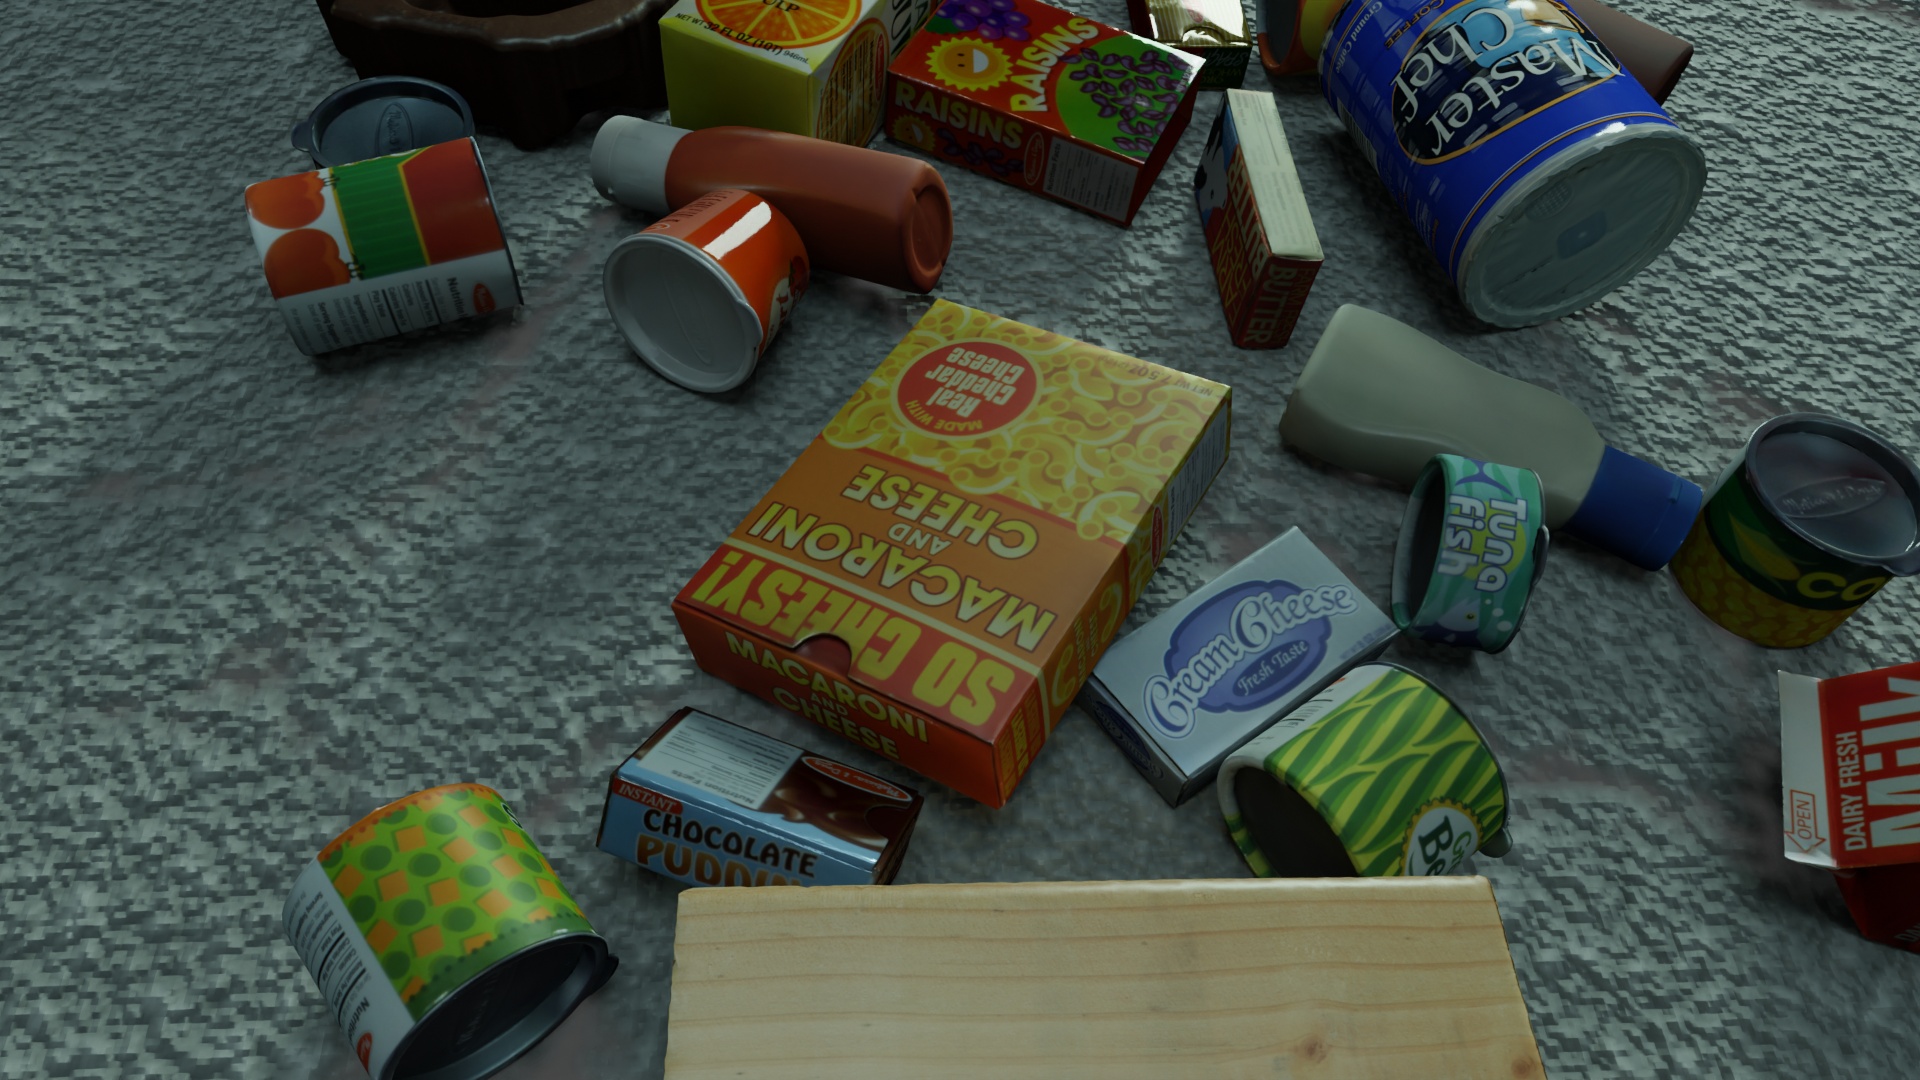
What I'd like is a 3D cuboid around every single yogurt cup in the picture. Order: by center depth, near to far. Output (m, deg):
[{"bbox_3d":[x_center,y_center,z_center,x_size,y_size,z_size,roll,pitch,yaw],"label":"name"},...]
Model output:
[{"bbox_3d":[-0.094,-0.099,0.534,0.072,0.072,0.054,25,49,12],"label":"yogurt cup"}]

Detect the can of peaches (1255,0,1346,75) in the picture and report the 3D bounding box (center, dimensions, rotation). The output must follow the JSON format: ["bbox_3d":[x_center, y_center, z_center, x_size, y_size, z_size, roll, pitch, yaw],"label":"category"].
[{"bbox_3d":[0.179,-0.257,0.665,0.058,0.071,0.071,-3,55,-6],"label":"can of peaches"}]

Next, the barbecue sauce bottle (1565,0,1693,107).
[{"bbox_3d":[0.278,-0.252,0.686,0.149,0.043,0.065,35,59,19],"label":"barbecue sauce bottle"}]

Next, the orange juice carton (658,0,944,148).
[{"bbox_3d":[-0.054,-0.245,0.633,0.072,0.072,0.194,22,56,11],"label":"orange juice carton"}]

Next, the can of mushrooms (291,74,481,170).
[{"bbox_3d":[-0.238,-0.161,0.582,0.071,0.033,0.071,3,55,-4],"label":"can of mushrooms"}]

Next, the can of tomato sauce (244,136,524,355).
[{"bbox_3d":[-0.218,-0.114,0.530,0.083,0.070,0.071,-18,58,-16],"label":"can of tomato sauce"}]

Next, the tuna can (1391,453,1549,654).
[{"bbox_3d":[0.175,0.004,0.480,0.033,0.070,0.071,11,55,4],"label":"tuna can"}]

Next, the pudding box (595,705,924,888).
[{"bbox_3d":[-0.059,0.084,0.415,0.084,0.030,0.050,18,19,8],"label":"pudding box"}]

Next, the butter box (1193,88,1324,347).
[{"bbox_3d":[0.123,-0.136,0.585,0.024,0.052,0.104,0,56,-8],"label":"butter box"}]

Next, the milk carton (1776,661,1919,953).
[{"bbox_3d":[0.352,0.094,0.431,0.191,0.073,0.073,16,56,6],"label":"milk carton"}]

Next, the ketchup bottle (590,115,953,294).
[{"bbox_3d":[-0.079,-0.141,0.568,0.149,0.064,0.043,17,74,17],"label":"ketchup bottle"}]

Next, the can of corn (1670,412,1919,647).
[{"bbox_3d":[0.304,-0.001,0.502,0.071,0.058,0.071,3,55,-3],"label":"can of corn"}]

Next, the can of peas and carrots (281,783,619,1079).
[{"bbox_3d":[-0.139,0.109,0.383,0.071,0.070,0.059,-33,64,-25],"label":"can of peas and carrots"}]

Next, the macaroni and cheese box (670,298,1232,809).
[{"bbox_3d":[0.002,-0.006,0.476,0.124,0.040,0.167,21,54,25],"label":"macaroni and cheese box"}]

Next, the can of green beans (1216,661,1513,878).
[{"bbox_3d":[0.122,0.080,0.425,0.058,0.071,0.071,-29,62,-22],"label":"can of green beans"}]

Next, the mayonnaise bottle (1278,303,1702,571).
[{"bbox_3d":[0.201,-0.036,0.530,0.148,0.041,0.065,27,59,12],"label":"mayonnaise bottle"}]

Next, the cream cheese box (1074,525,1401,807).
[{"bbox_3d":[0.095,0.041,0.475,0.104,0.024,0.053,-30,62,-23],"label":"cream cheese box"}]

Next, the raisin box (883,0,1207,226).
[{"bbox_3d":[0.038,-0.202,0.632,0.123,0.039,0.086,23,57,10],"label":"raisin box"}]

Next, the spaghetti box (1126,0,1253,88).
[{"bbox_3d":[0.107,-0.328,0.732,0.050,0.028,0.251,0,55,-5],"label":"spaghetti box"}]
